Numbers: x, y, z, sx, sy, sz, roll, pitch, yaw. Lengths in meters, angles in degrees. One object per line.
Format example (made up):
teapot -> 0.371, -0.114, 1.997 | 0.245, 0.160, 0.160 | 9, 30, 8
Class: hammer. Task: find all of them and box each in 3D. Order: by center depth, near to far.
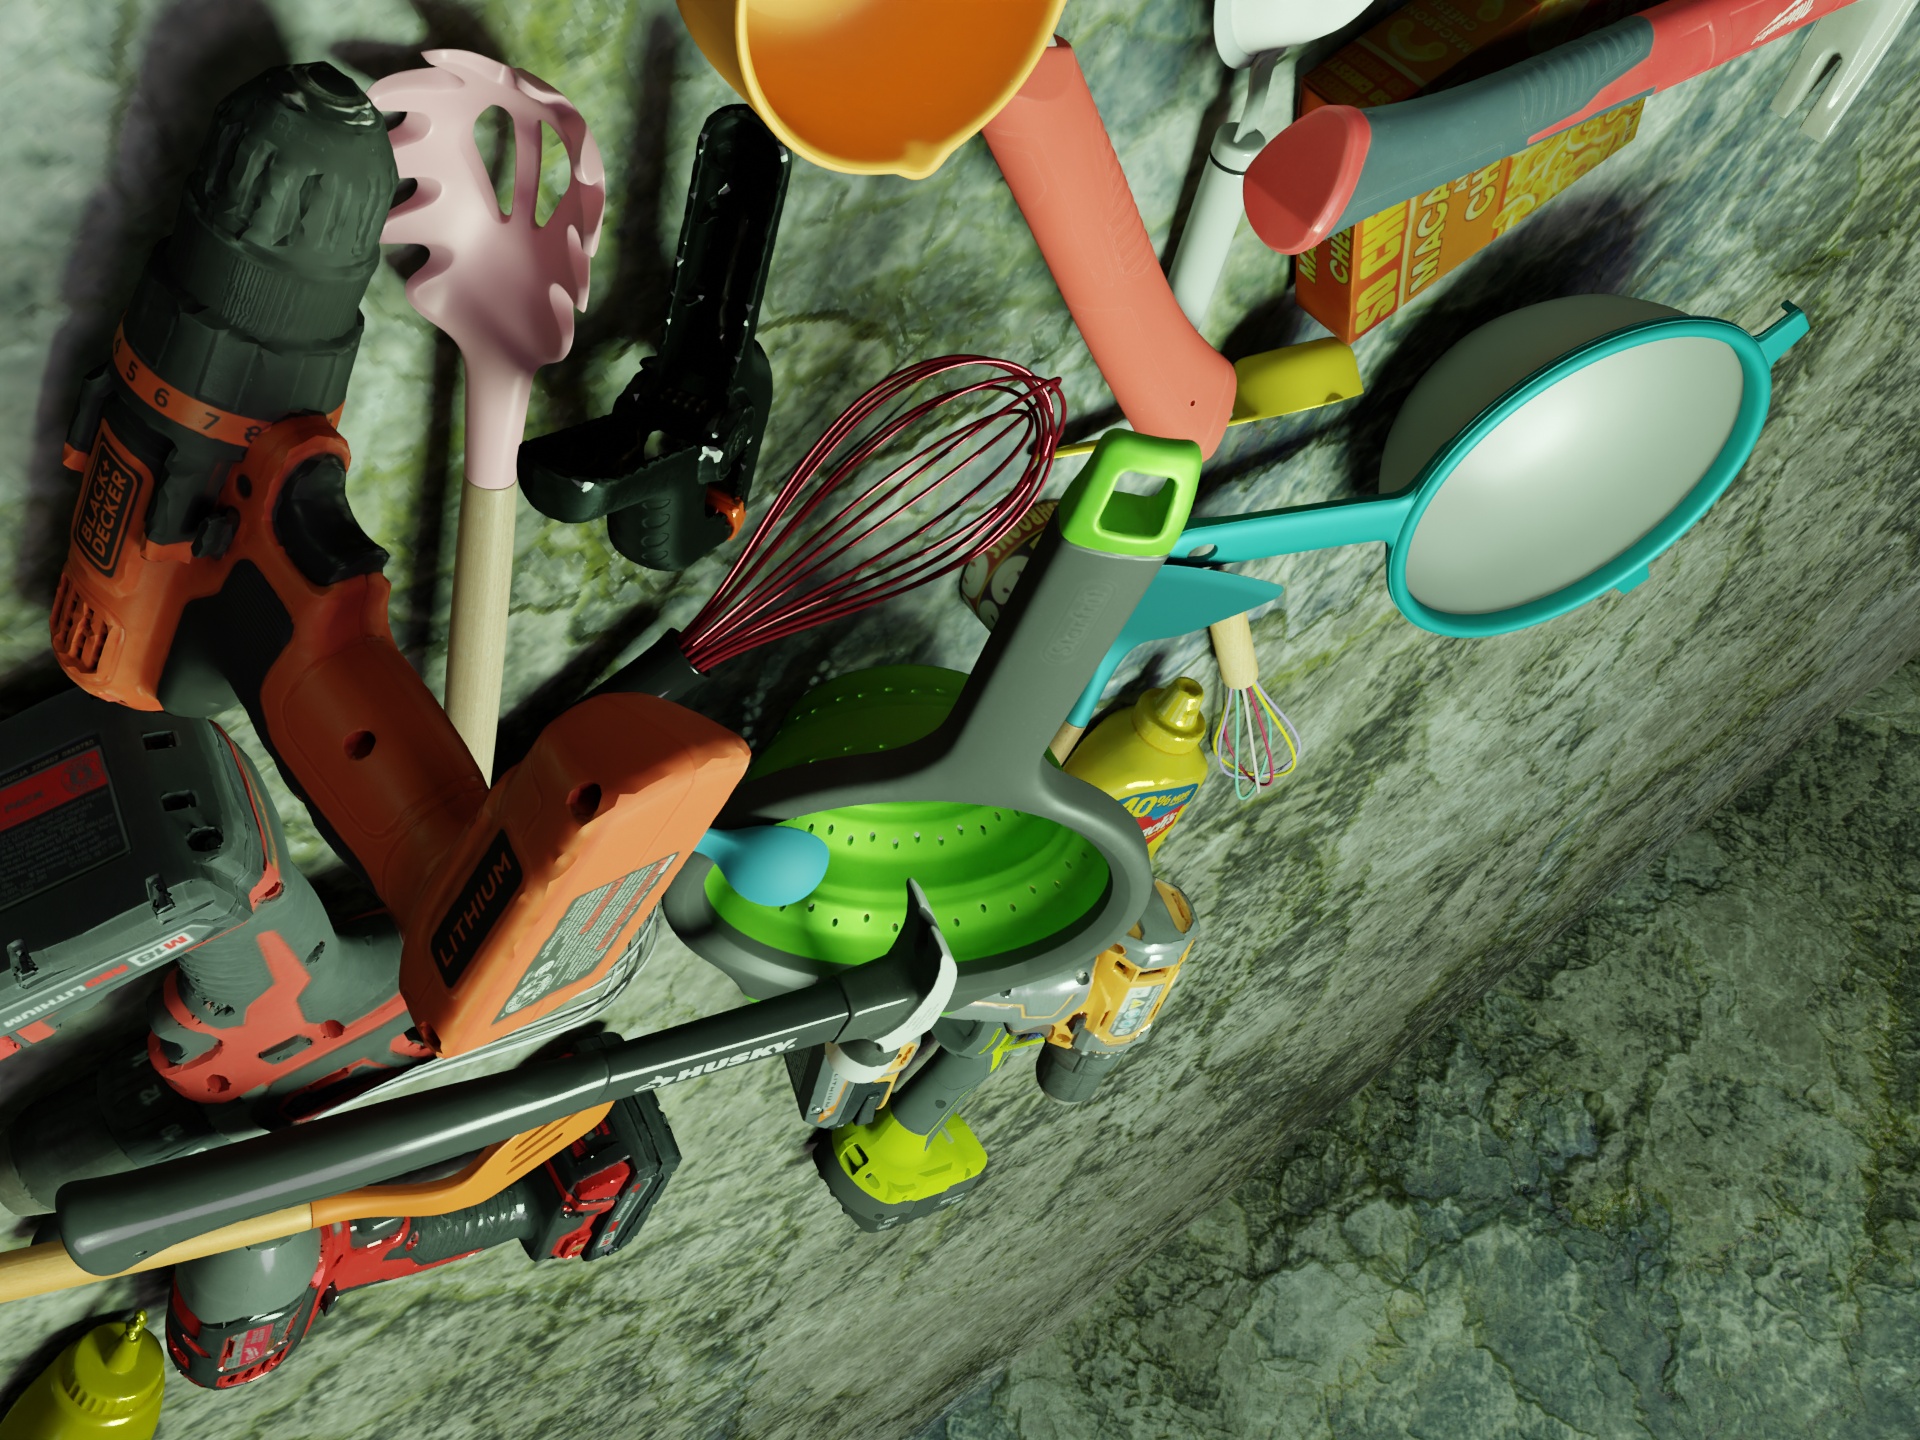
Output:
hammer -> 0.019, -0.175, 0.493 | 0.149, 0.037, 0.358 | -40, 150, 2
hammer -> -0.152, 0.138, 0.602 | 0.334, 0.035, 0.146 | -11, 151, -30
hammer -> 0.256, -0.243, 0.616 | 0.386, 0.038, 0.143 | -29, 153, -24

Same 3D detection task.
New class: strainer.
strainer -> 0.104, -0.210, 0.566 | 0.087, 0.050, 0.258 | -40, 161, -32
strainer -> 0.240, -0.136, 0.813 | 0.340, 0.095, 0.210 | -10, 143, -17

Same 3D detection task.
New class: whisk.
whisk -> -0.084, -0.036, 0.580 | 0.296, 0.073, 0.073 | -36, 154, 7
whisk -> -0.250, 0.143, 0.653 | 0.284, 0.070, 0.070 | -31, 153, -6
whisk -> 0.164, -0.016, 0.942 | 0.051, 0.047, 0.244 | -47, 150, -11

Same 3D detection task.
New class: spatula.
spatula -> -0.281, 0.188, 0.620 | 0.322, 0.041, 0.081 | -6, 146, -29
spatula -> 0.051, 0.024, 0.855 | 0.082, 0.044, 0.317 | 6, 133, -32

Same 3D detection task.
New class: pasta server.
pasta server -> -0.146, -0.047, 0.475 | 0.040, 0.060, 0.316 | -73, -178, -49

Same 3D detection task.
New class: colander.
colander -> -0.001, -0.002, 0.623 | 0.204, 0.095, 0.396 | 7, 146, -15

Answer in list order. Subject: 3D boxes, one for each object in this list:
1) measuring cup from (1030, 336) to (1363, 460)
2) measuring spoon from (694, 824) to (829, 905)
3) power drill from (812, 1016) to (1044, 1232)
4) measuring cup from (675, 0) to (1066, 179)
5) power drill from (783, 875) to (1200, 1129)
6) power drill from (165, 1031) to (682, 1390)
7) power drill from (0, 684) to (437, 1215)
measuring cup -> 0.100, -0.138, 0.680 | 0.156, 0.029, 0.062 | -15, -169, -17
measuring spoon -> -0.110, 0.049, 0.585 | 0.128, 0.021, 0.042 | 13, 144, -23
power drill -> 0.014, 0.246, 1.116 | 0.190, 0.080, 0.228 | 2, 130, -51
measuring cup -> 0.011, -0.196, 0.374 | 0.173, 0.052, 0.095 | -30, 148, -19
power drill -> 0.012, 0.175, 0.926 | 0.226, 0.084, 0.185 | -4, 137, -23
power drill -> -0.252, 0.229, 0.748 | 0.219, 0.079, 0.143 | -12, 146, -38
power drill -> -0.271, 0.092, 0.519 | 0.188, 0.080, 0.226 | -27, 156, -8
